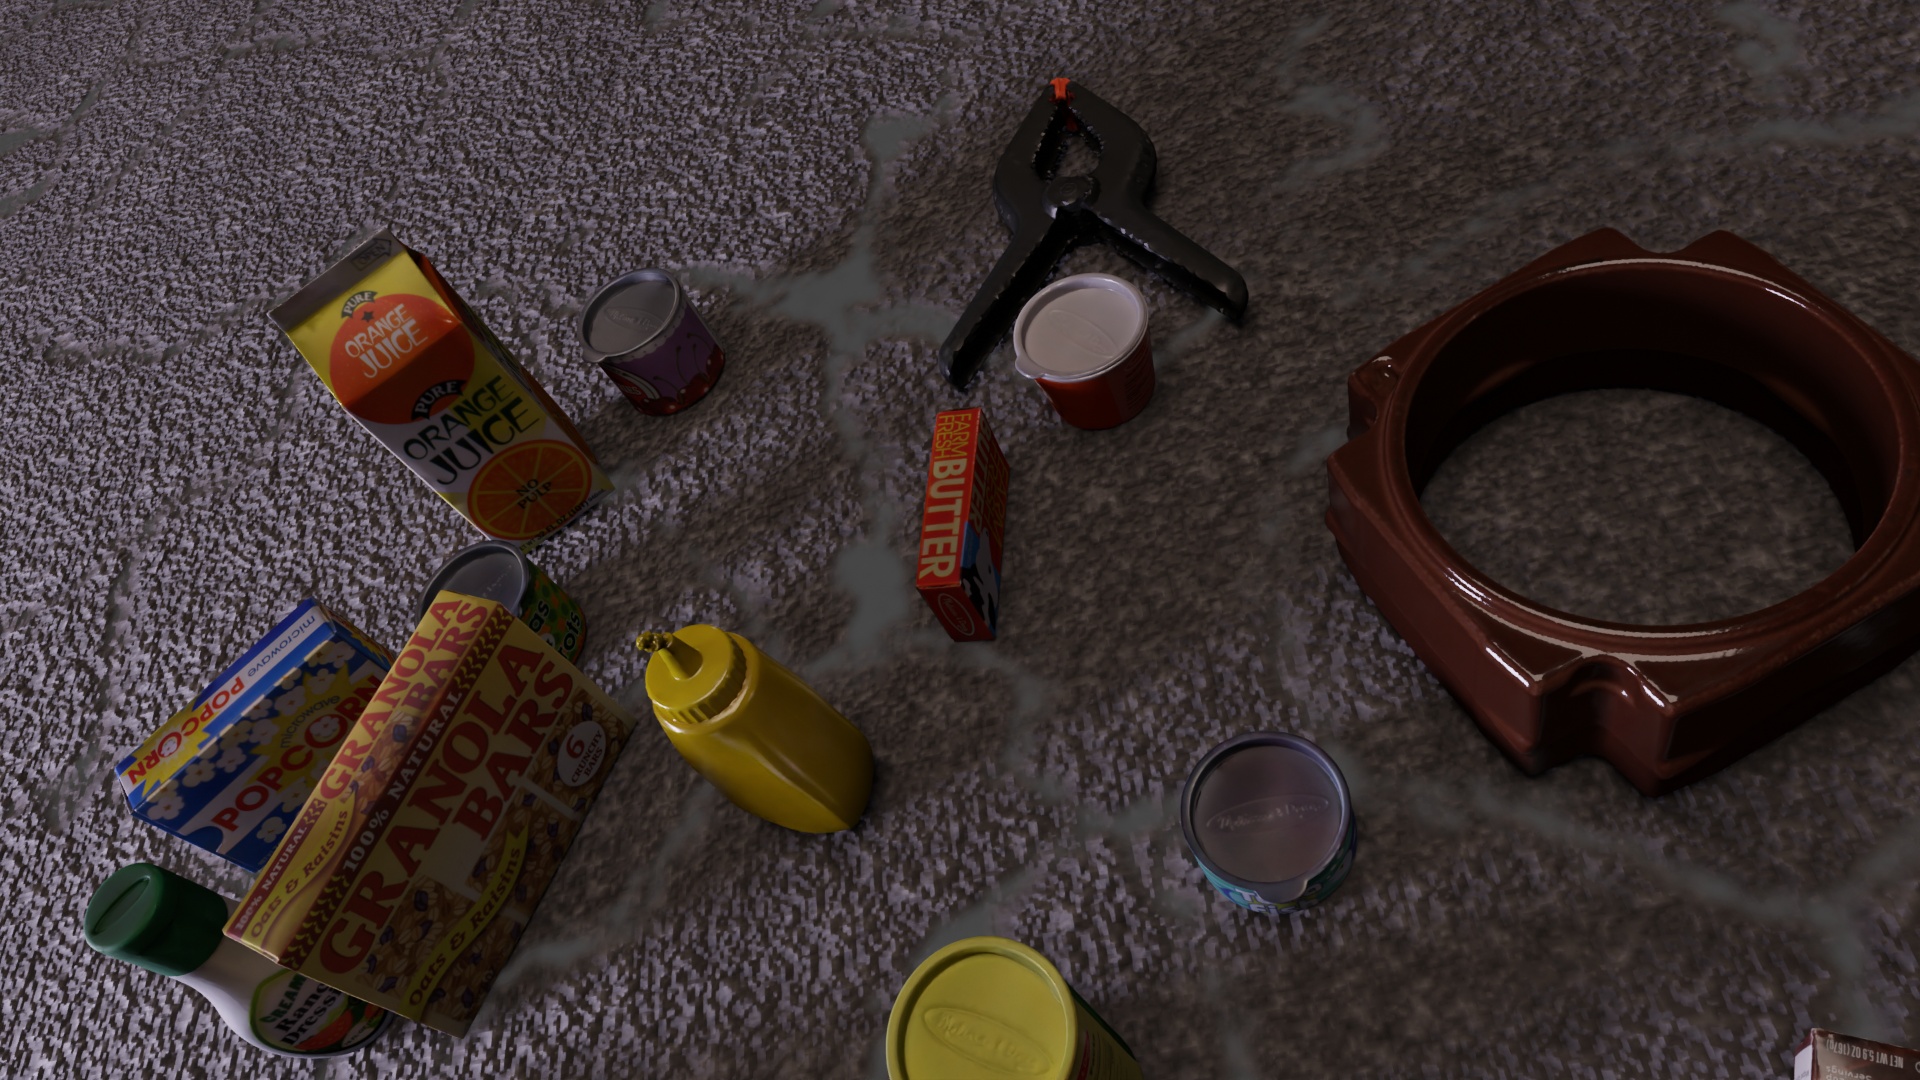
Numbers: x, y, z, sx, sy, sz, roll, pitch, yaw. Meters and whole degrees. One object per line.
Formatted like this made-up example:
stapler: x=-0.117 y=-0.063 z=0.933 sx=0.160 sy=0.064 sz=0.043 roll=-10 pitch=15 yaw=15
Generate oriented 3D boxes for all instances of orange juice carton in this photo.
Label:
orange juice carton: x=-0.271 y=-0.078 z=0.736 sx=0.072 sy=0.192 sz=0.073 roll=-37 pitch=52 yaw=-5

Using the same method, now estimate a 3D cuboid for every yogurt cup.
yogurt cup: x=0.066 y=-0.093 z=0.699 sx=0.072 sy=0.053 sz=0.073 roll=-10 pitch=55 yaw=15

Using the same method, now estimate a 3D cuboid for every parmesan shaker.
parmesan shaker: x=0.021 y=0.191 z=0.494 sx=0.071 sy=0.102 sz=0.071 roll=-10 pitch=55 yaw=15

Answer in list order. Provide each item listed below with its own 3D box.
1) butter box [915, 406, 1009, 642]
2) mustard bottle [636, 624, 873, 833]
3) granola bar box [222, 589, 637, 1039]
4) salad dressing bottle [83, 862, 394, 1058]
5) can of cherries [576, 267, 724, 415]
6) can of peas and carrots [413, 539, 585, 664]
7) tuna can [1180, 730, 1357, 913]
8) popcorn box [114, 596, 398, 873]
butter box: x=0.002 y=-0.008 z=0.668 sx=0.024 sy=0.053 sz=0.104 roll=-6 pitch=56 yaw=18
mustard bottle: x=-0.089 y=0.074 z=0.580 sx=0.065 sy=0.159 sz=0.049 roll=1 pitch=59 yaw=23
granola bar box: x=-0.229 y=0.123 z=0.626 sx=0.039 sy=0.123 sz=0.166 roll=12 pitch=63 yaw=28
salad dressing bottle: x=-0.307 y=0.182 z=0.602 sx=0.044 sy=0.147 sz=0.064 roll=32 pitch=74 yaw=35
can of cherries: x=-0.181 y=-0.113 z=0.808 sx=0.071 sy=0.058 sz=0.072 roll=-10 pitch=55 yaw=15
can of peas and carrots: x=-0.237 y=0.043 z=0.724 sx=0.071 sy=0.058 sz=0.071 roll=-10 pitch=55 yaw=15
tuna can: x=0.123 y=0.114 z=0.550 sx=0.071 sy=0.032 sz=0.071 roll=-10 pitch=55 yaw=15
popcorn box: x=-0.347 y=0.100 z=0.713 sx=0.127 sy=0.085 sz=0.038 roll=-44 pitch=53 yaw=-11
